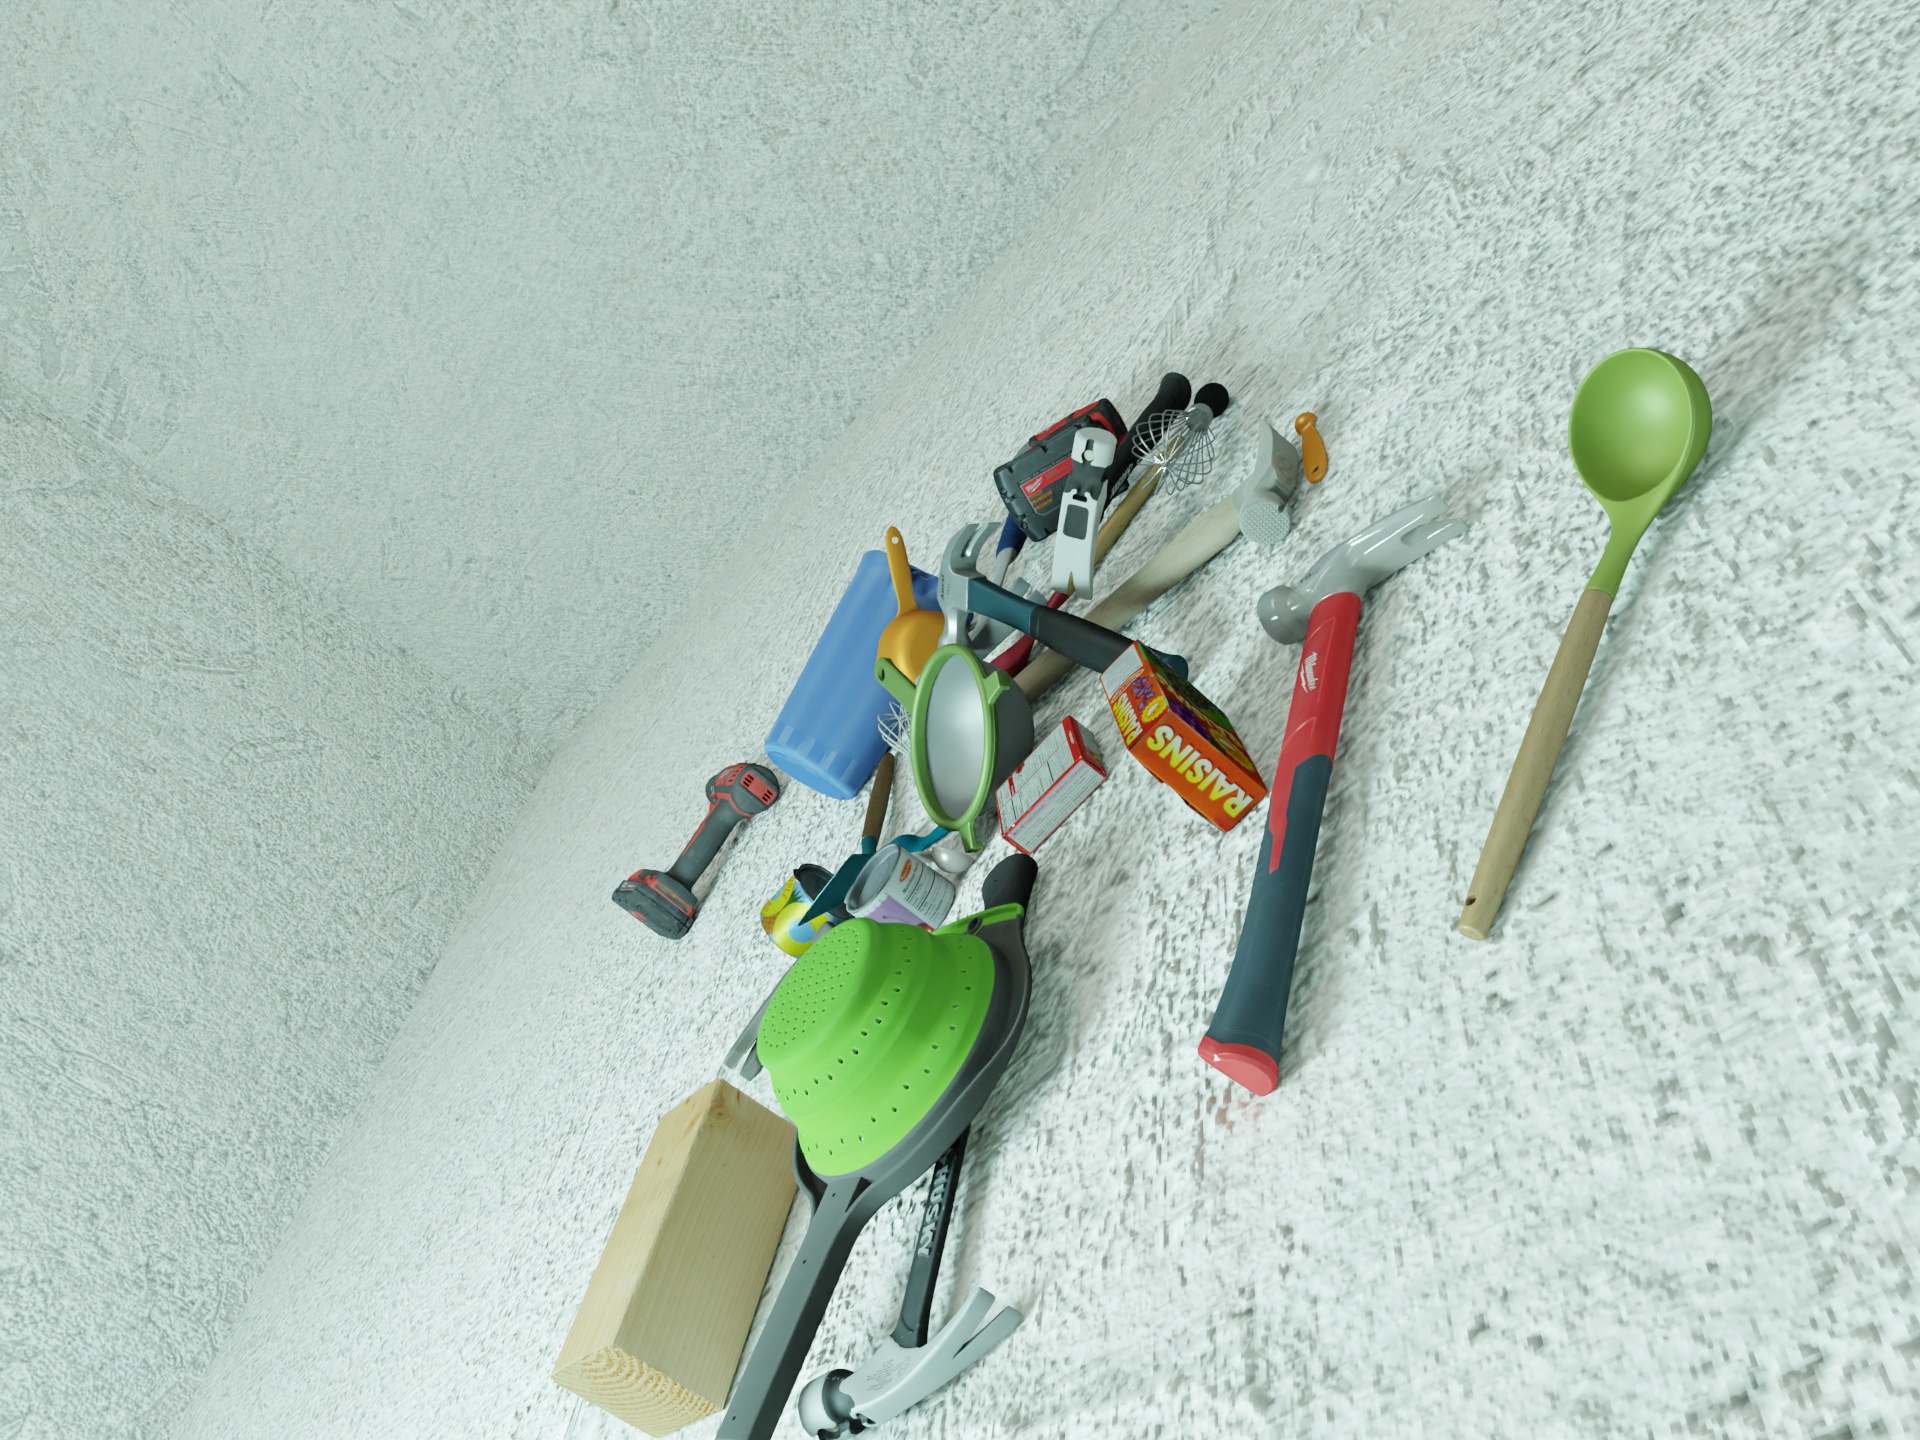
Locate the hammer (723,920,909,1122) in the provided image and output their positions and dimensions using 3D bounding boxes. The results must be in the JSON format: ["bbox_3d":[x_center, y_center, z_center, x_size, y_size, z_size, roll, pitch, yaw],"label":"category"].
[{"bbox_3d":[-0.096,0.249,1.190,0.149,0.036,0.359,-54,17,-7],"label":"hammer"}]

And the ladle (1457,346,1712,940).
[{"bbox_3d":[0.286,-0.044,0.755,0.320,0.062,0.078,-62,17,-21],"label":"ladle"}]

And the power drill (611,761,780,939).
[{"bbox_3d":[-0.315,0.146,1.906,0.227,0.080,0.188,-54,17,-17],"label":"power drill"}]

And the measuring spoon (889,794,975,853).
[{"bbox_3d":[-0.027,0.091,1.349,0.128,0.021,0.042,-41,20,38],"label":"measuring spoon"}]

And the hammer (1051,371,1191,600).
[{"bbox_3d":[0.145,-0.225,1.364,0.335,0.035,0.146,-54,-23,-55],"label":"hammer"}]

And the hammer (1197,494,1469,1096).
[{"bbox_3d":[0.197,0.029,0.868,0.143,0.038,0.387,-33,25,43],"label":"hammer"}]

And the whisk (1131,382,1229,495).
[{"bbox_3d":[0.196,-0.248,1.334,0.070,0.070,0.285,-43,5,28],"label":"whisk"}]

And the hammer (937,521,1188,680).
[{"bbox_3d":[0.070,-0.072,1.247,0.331,0.033,0.128,31,124,56],"label":"hammer"}]

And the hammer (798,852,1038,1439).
[{"bbox_3d":[0.004,0.228,0.975,0.149,0.036,0.409,-39,21,34],"label":"hammer"}]

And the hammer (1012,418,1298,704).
[{"bbox_3d":[0.117,-0.084,1.307,0.410,0.038,0.146,-41,19,34],"label":"hammer"}]

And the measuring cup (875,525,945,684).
[{"bbox_3d":[-0.041,-0.106,1.559,0.095,0.173,0.052,-16,11,-22],"label":"measuring cup"}]

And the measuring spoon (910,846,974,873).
[{"bbox_3d":[-0.023,0.116,1.288,0.124,0.034,0.018,160,126,-69],"label":"measuring spoon"}]

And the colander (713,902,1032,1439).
[{"bbox_3d":[-0.087,0.250,0.937,0.204,0.094,0.397,-27,29,48],"label":"colander"}]

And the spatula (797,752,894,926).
[{"bbox_3d":[-0.088,0.092,1.443,0.082,0.044,0.318,-53,11,20],"label":"spatula"}]

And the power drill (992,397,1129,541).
[{"bbox_3d":[0.096,-0.248,1.551,0.143,0.078,0.220,-29,13,13],"label":"power drill"}]

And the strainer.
[{"bbox_3d":[-0.002,-0.004,1.330,0.257,0.069,0.151,-138,53,-60],"label":"strainer"}]

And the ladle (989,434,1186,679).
[{"bbox_3d":[0.108,-0.137,1.452,0.315,0.031,0.069,-52,16,-5],"label":"ladle"}]

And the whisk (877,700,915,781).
[{"bbox_3d":[-0.038,0.034,1.469,0.246,0.057,0.059,-115,30,-68],"label":"whisk"}]

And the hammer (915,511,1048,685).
[{"bbox_3d":[0.049,-0.160,1.579,0.144,0.035,0.406,-42,15,29],"label":"hammer"}]

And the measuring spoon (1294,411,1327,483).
[{"bbox_3d":[0.265,-0.209,1.211,0.021,0.011,0.117,-43,19,28],"label":"measuring spoon"}]
